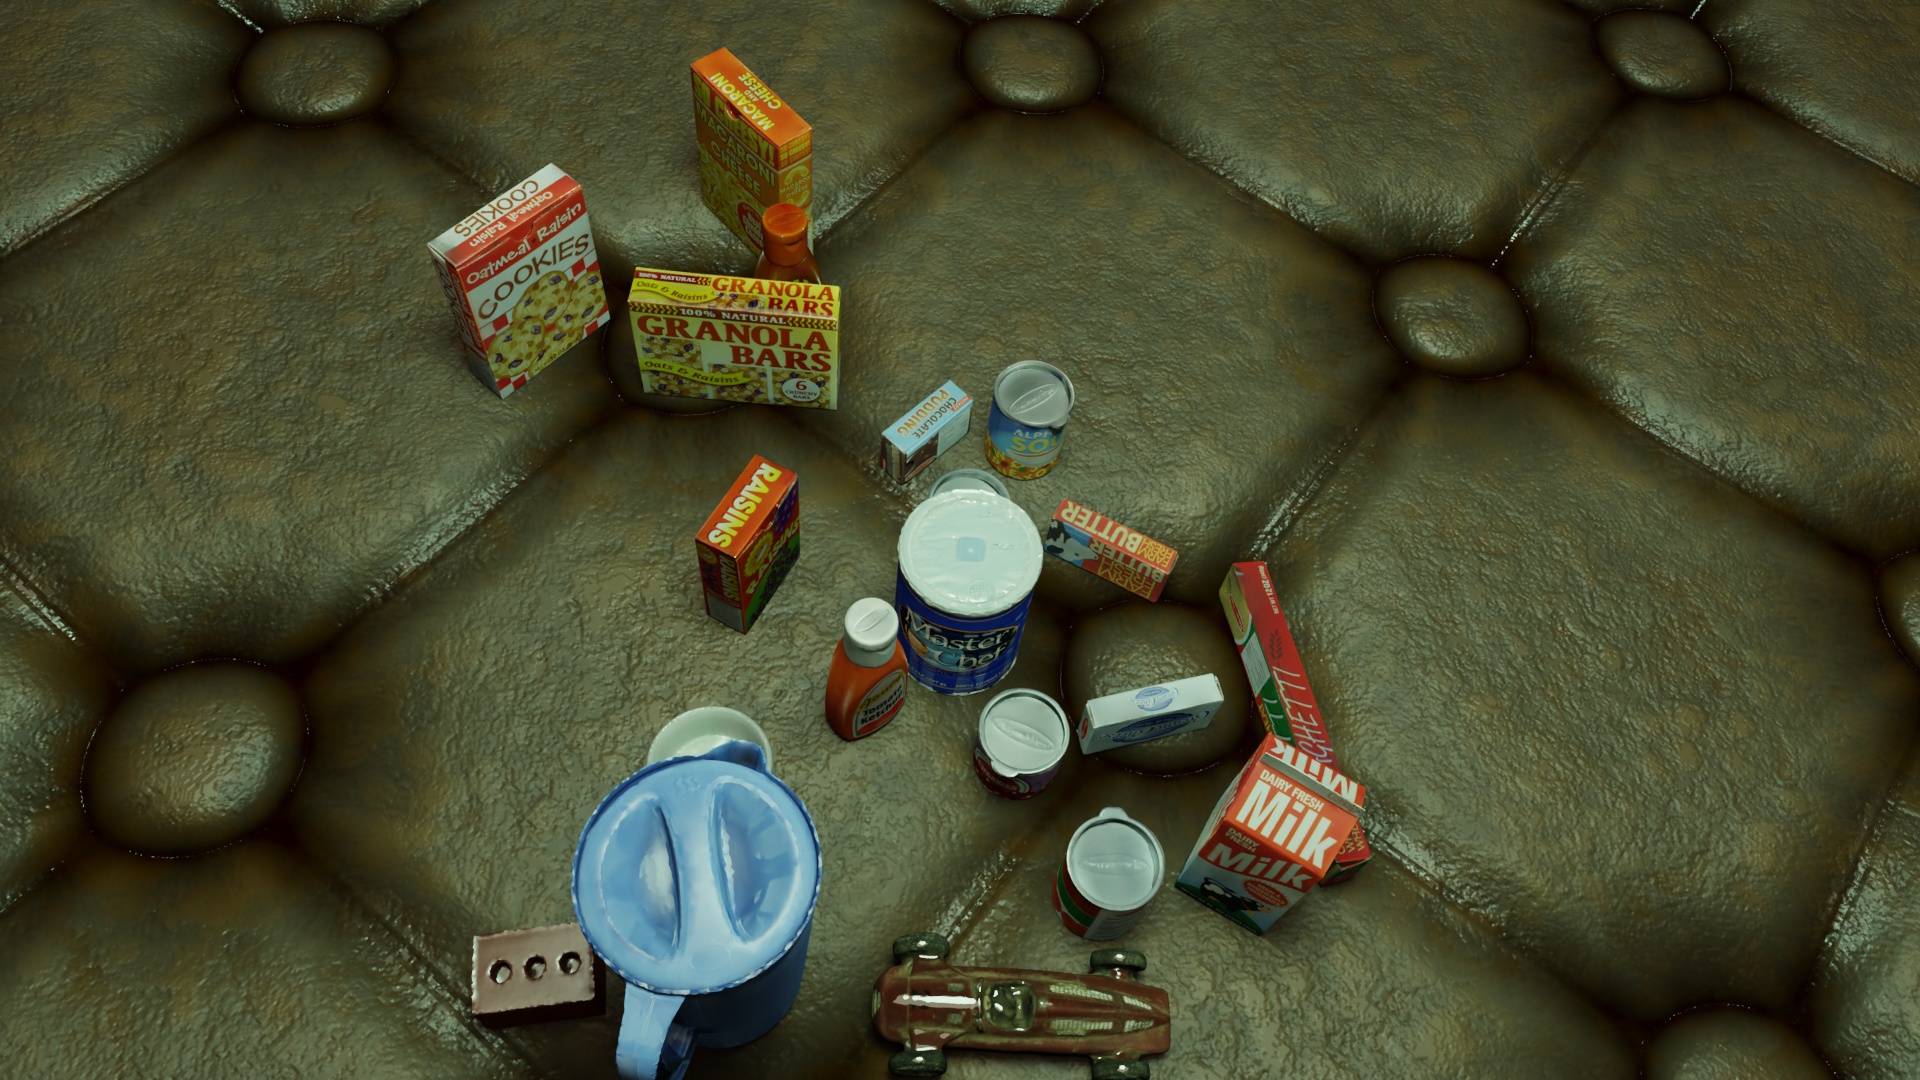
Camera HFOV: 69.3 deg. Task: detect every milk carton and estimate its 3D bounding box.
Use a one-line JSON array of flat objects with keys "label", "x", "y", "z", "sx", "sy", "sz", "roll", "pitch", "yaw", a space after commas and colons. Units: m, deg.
[{"label": "milk carton", "x": 0.210, "y": 0.194, "z": 0.933, "sx": 0.072, "sy": 0.189, "sz": 0.074, "roll": 29, "pitch": 61, "yaw": 12}]

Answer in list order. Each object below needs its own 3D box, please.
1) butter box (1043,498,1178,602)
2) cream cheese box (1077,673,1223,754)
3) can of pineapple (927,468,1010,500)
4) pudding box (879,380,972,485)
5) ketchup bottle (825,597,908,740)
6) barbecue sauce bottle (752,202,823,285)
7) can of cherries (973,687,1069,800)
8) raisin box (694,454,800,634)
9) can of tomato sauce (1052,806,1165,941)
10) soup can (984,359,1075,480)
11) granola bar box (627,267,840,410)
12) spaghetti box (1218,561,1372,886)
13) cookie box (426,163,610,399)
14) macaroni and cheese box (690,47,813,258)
[{"label": "butter box", "x": 0.120, "y": 0.008, "z": 1.116, "sx": 0.103, "sy": 0.053, "sz": 0.024, "roll": 26, "pitch": 61, "yaw": 10}, {"label": "cream cheese box", "x": 0.141, "y": 0.131, "z": 1.044, "sx": 0.104, "sy": 0.053, "sz": 0.024, "roll": -11, "pitch": 61, "yaw": -12}, {"label": "can of pineapple", "x": 0.004, "y": -0.014, "z": 1.115, "sx": 0.071, "sy": 0.057, "sz": 0.071, "roll": 2, "pitch": 59, "yaw": -4}, {"label": "pudding box", "x": -0.028, "y": -0.090, "z": 1.162, "sx": 0.030, "sy": 0.049, "sz": 0.084, "roll": 41, "pitch": 64, "yaw": 17}, {"label": "ketchup bottle", "x": -0.066, "y": 0.090, "z": 0.993, "sx": 0.065, "sy": 0.148, "sz": 0.043, "roll": -35, "pitch": 68, "yaw": -23}, {"label": "barbecue sauce bottle", "x": -0.146, "y": -0.220, "z": 1.171, "sx": 0.065, "sy": 0.147, "sz": 0.044, "roll": -21, "pitch": 64, "yaw": -17}, {"label": "can of cherries", "x": 0.042, "y": 0.152, "z": 1.019, "sx": 0.071, "sy": 0.058, "sz": 0.072, "roll": 2, "pitch": 59, "yaw": -4}, {"label": "raisin box", "x": -0.158, "y": 0.005, "z": 1.050, "sx": 0.040, "sy": 0.122, "sz": 0.086, "roll": 27, "pitch": 61, "yaw": 10}, {"label": "can of tomato sauce", "x": 0.100, "y": 0.233, "z": 0.962, "sx": 0.071, "sy": 0.082, "sz": 0.071, "roll": 2, "pitch": 59, "yaw": -4}, {"label": "soup can", "x": 0.058, "y": -0.097, "z": 1.154, "sx": 0.071, "sy": 0.083, "sz": 0.071, "roll": 2, "pitch": 59, "yaw": -4}, {"label": "granola bar box", "x": -0.182, "y": -0.165, "z": 1.149, "sx": 0.166, "sy": 0.123, "sz": 0.039, "roll": 5, "pitch": 59, "yaw": -2}, {"label": "spaghetti box", "x": 0.250, "y": 0.135, "z": 1.055, "sx": 0.029, "sy": 0.050, "sz": 0.251, "roll": -8, "pitch": 60, "yaw": -10}, {"label": "cookie box", "x": -0.354, "y": -0.208, "z": 1.133, "sx": 0.040, "sy": 0.166, "sz": 0.123, "roll": 38, "pitch": 63, "yaw": 16}, {"label": "macaroni and cheese box", "x": -0.182, "y": -0.326, "z": 1.220, "sx": 0.040, "sy": 0.165, "sz": 0.124, "roll": -36, "pitch": 69, "yaw": -23}]
